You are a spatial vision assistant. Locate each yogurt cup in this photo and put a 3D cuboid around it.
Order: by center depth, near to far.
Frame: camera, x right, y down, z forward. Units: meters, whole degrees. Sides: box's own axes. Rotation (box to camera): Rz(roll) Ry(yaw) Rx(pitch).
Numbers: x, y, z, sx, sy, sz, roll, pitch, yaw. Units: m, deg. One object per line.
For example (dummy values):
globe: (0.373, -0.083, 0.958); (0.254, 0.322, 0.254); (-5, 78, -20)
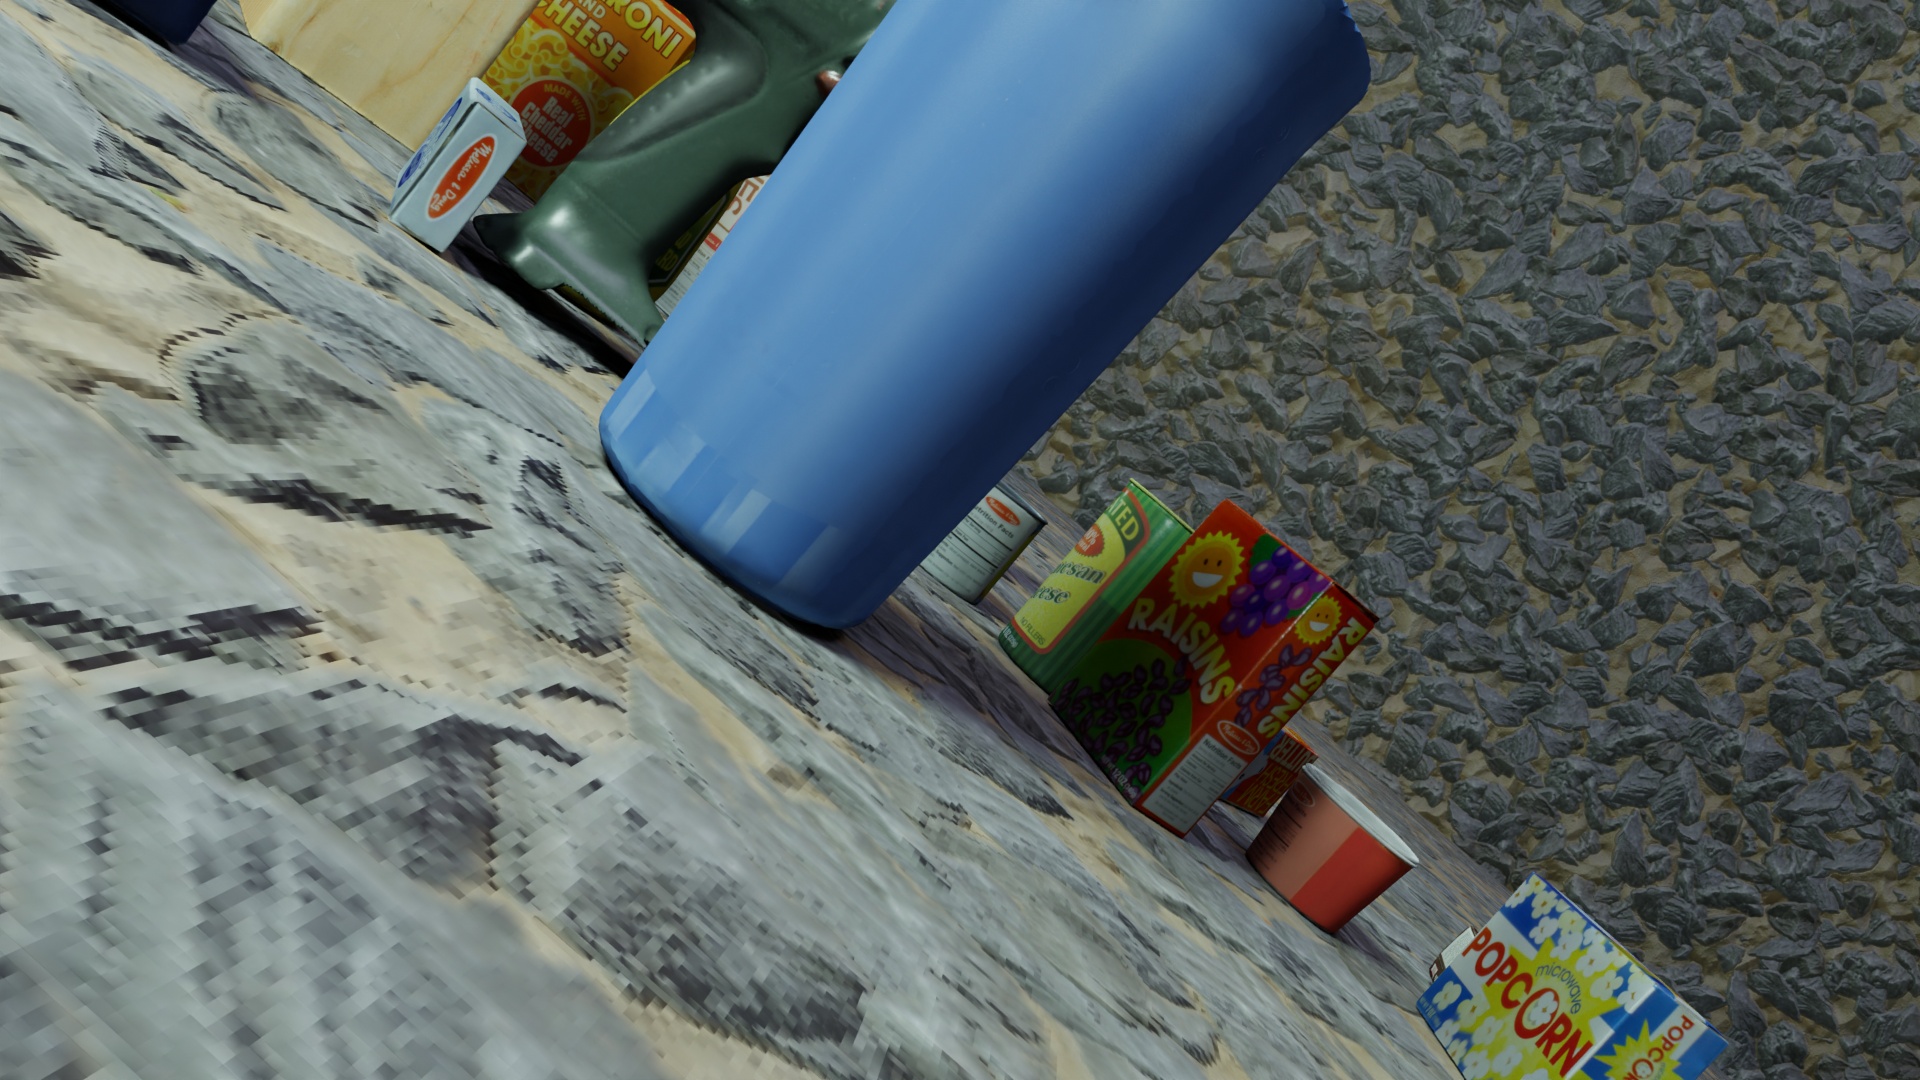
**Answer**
yogurt cup: (0.173, 0.148, 0.659); (0.072, 0.054, 0.072); (40, 6, -5)

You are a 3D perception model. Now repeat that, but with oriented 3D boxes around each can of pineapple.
can of pineapple: (0.003, -0.009, 0.731); (0.071, 0.058, 0.071); (40, 6, -5)

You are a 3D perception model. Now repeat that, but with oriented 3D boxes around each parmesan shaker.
parmesan shaker: (0.075, 0.031, 0.672); (0.071, 0.103, 0.071); (40, 5, -5)

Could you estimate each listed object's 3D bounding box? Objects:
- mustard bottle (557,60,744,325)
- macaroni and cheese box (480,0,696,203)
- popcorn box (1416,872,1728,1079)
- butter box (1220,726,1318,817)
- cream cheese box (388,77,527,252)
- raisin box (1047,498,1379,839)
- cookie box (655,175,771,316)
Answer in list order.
mustard bottle: (-0.128, -0.174, 0.631); (0.049, 0.160, 0.065); (44, 6, 31)
macaroni and cheese box: (-0.233, -0.295, 0.834); (0.124, 0.166, 0.040); (40, 5, 0)
popcorn box: (0.250, 0.202, 0.586); (0.038, 0.085, 0.127); (40, 6, -3)
butter box: (0.164, 0.123, 0.784); (0.024, 0.053, 0.103); (44, 7, 35)
cream cheese box: (-0.195, -0.147, 0.538); (0.024, 0.053, 0.104); (38, 6, -28)
raisin box: (0.106, 0.053, 0.600); (0.040, 0.123, 0.086); (37, 6, -33)
cookie box: (-0.105, -0.192, 0.874); (0.040, 0.167, 0.123); (42, 6, 19)
